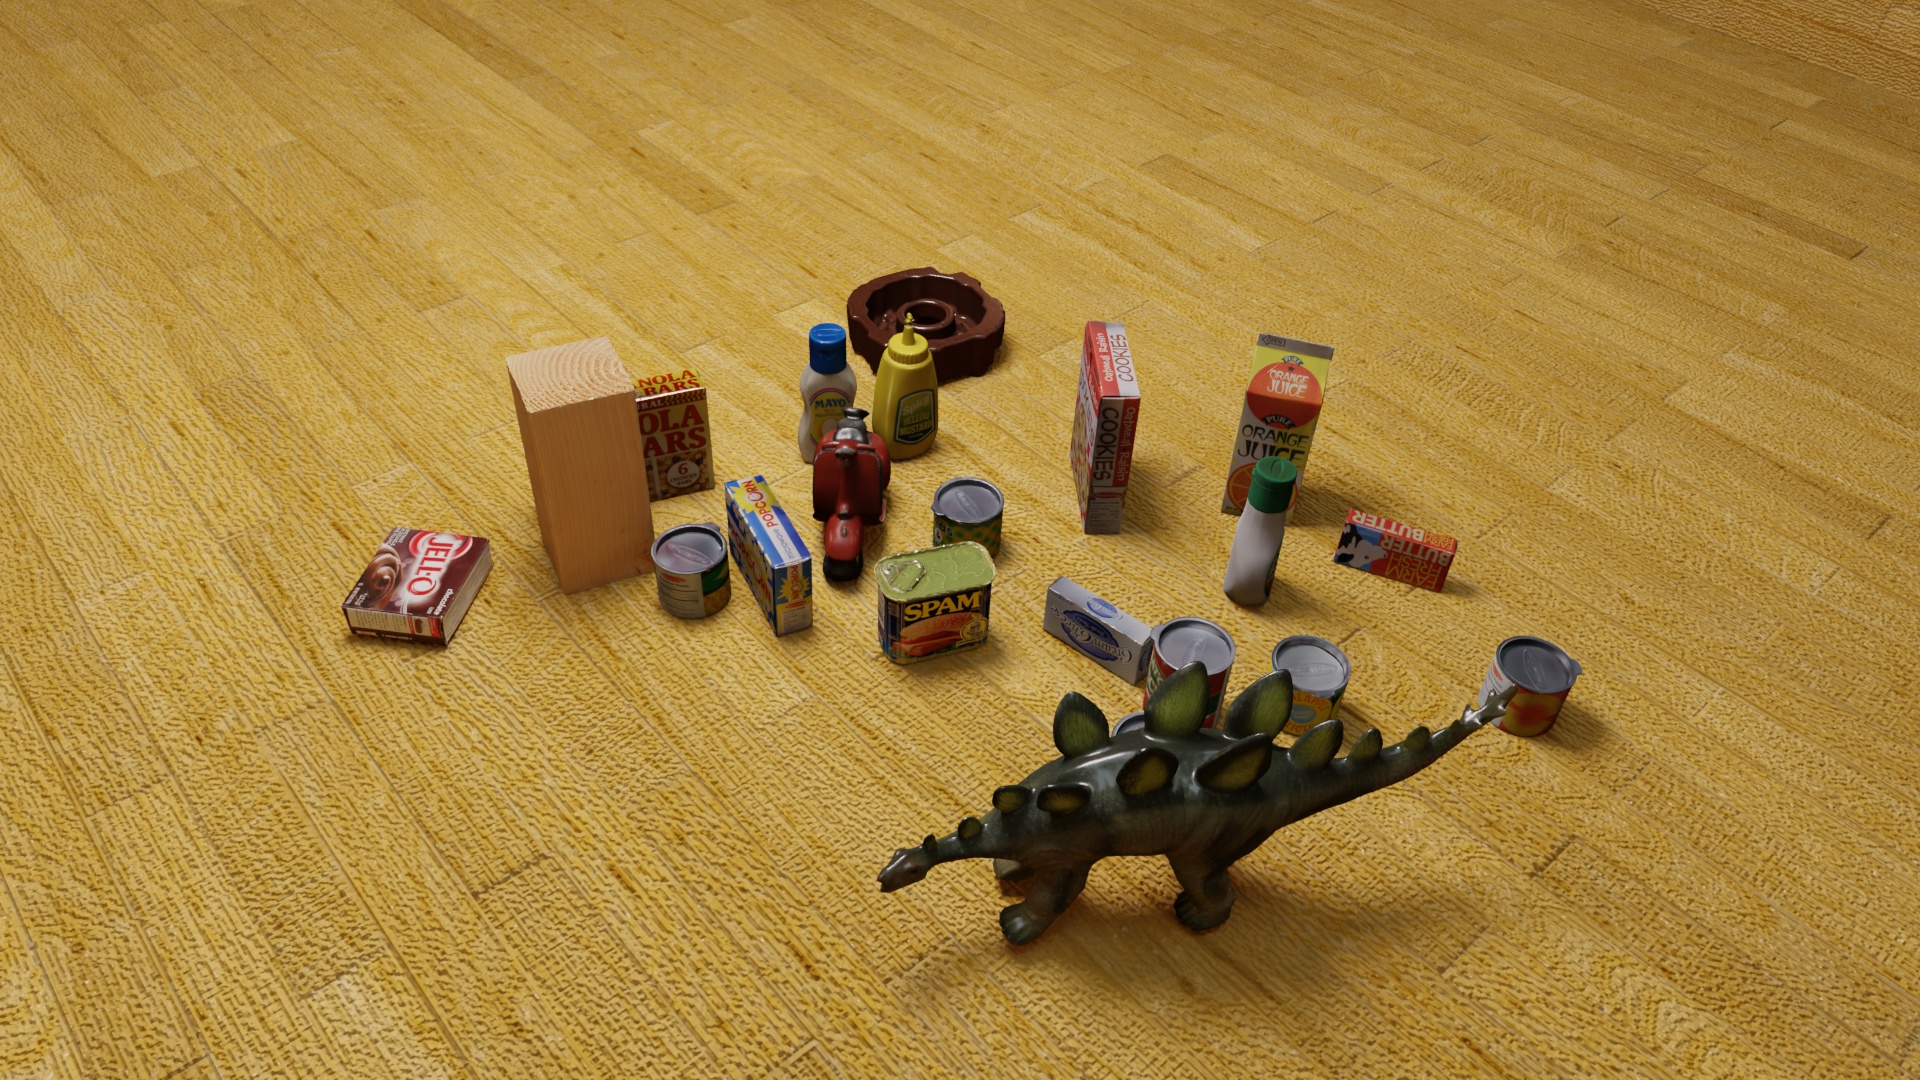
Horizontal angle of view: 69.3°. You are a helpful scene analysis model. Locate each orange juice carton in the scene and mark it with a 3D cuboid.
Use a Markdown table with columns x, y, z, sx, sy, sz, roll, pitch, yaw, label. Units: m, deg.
| x | y | z | sx | sy | sz | roll | pitch | yaw | label |
| --- | --- | --- | --- | --- | --- | --- | --- | --- | --- |
| 0.306 | -0.114 | 1.339 | 0.072 | 0.191 | 0.073 | 13 | 42 | 10 | orange juice carton |

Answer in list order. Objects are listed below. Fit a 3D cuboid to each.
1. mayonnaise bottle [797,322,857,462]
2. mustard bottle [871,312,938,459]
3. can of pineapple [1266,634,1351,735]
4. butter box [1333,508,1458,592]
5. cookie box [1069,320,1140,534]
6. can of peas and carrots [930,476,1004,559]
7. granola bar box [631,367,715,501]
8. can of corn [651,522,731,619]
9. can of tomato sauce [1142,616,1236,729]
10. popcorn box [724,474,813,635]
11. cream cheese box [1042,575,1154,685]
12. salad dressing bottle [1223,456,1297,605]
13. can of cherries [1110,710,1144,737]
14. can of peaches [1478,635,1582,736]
| x | y | z | sx | sy | sz | roll | pitch | yaw | label |
| --- | --- | --- | --- | --- | --- | --- | --- | --- | --- |
| -0.131 | -0.145 | 1.379 | 0.065 | 0.147 | 0.041 | -4 | 42 | -8 | mayonnaise bottle |
| -0.054 | -0.156 | 1.387 | 0.065 | 0.159 | 0.049 | -19 | 46 | -23 | mustard bottle |
| 0.290 | 0.124 | 1.172 | 0.071 | 0.057 | 0.071 | 2 | 42 | -2 | can of pineapple |
| 0.410 | 0.010 | 1.312 | 0.103 | 0.052 | 0.024 | 17 | 44 | 15 | butter box |
| 0.137 | -0.108 | 1.341 | 0.040 | 0.166 | 0.123 | 0 | 42 | -4 | cookie box |
| 0.005 | -0.016 | 1.311 | 0.071 | 0.058 | 0.071 | 2 | 42 | -2 | can of peas and carrots |
| -0.323 | -0.091 | 1.324 | 0.166 | 0.123 | 0.039 | -14 | 44 | -18 | granola bar box |
| -0.239 | 0.026 | 1.247 | 0.071 | 0.058 | 0.071 | 2 | 42 | -2 | can of corn |
| 0.187 | 0.115 | 1.157 | 0.071 | 0.082 | 0.071 | 2 | 42 | -2 | can of tomato sauce |
| -0.172 | 0.012 | 1.247 | 0.038 | 0.084 | 0.127 | -17 | 45 | -21 | popcorn box |
| 0.121 | 0.078 | 1.216 | 0.104 | 0.053 | 0.024 | 31 | 49 | 28 | cream cheese box |
| 0.271 | -0.008 | 1.252 | 0.044 | 0.146 | 0.064 | 14 | 43 | 12 | salad dressing bottle |
| 0.151 | 0.178 | 1.102 | 0.071 | 0.058 | 0.072 | 2 | 42 | -2 | can of cherries |
| 0.485 | 0.125 | 1.184 | 0.071 | 0.057 | 0.071 | 2 | 42 | -2 | can of peaches |
